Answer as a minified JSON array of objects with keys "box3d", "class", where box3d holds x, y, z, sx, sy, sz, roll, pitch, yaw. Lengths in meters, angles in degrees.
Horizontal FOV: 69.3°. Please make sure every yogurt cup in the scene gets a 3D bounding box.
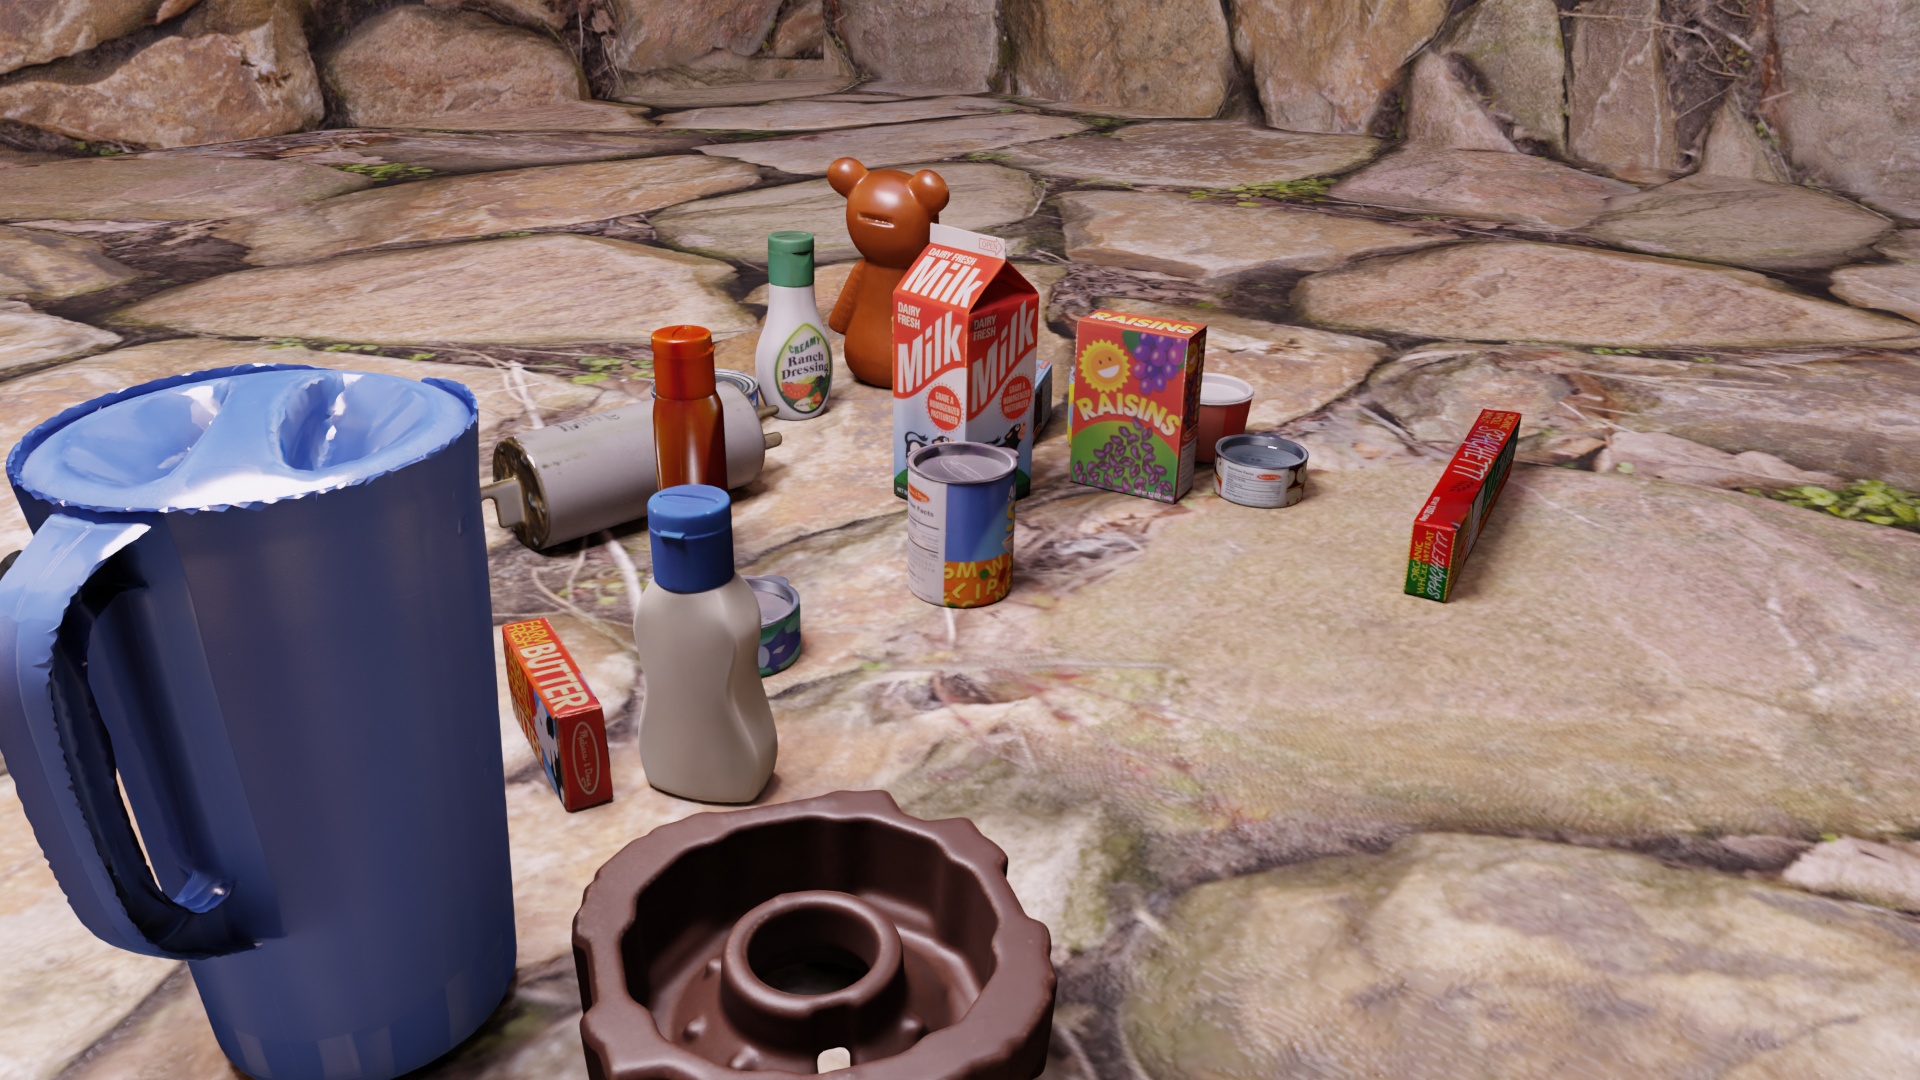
[{"box3d":[0.189,-0.093,1.068,0.072,0.053,0.073,1,25,0],"class":"yogurt cup"}]

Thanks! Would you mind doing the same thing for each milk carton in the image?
[{"box3d":[0.003,-0.118,0.952,0.072,0.189,0.074,22,32,39],"class":"milk carton"}]

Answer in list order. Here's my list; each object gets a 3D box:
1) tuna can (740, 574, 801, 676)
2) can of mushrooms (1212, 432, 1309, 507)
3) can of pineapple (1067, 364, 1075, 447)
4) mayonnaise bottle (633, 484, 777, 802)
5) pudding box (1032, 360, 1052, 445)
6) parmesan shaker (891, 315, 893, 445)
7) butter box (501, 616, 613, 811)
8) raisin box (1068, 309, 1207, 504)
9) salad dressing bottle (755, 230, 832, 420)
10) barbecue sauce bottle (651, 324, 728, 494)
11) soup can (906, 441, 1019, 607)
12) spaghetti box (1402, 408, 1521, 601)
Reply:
[{"box3d":[-0.121,0.047,0.778,0.071,0.032,0.071,1,25,0],"class":"tuna can"},{"box3d":[0.216,-0.051,1.002,0.071,0.033,0.071,1,25,0],"class":"can of mushrooms"},{"box3d":[0.116,-0.102,1.080,0.071,0.057,0.071,1,25,0],"class":"can of pineapple"},{"box3d":[-0.119,0.049,0.638,0.065,0.147,0.041,7,25,14],"class":"mayonnaise bottle"},{"box3d":[0.051,-0.109,1.103,0.030,0.049,0.084,7,25,13],"class":"pudding box"},{"box3d":[-0.019,-0.121,1.062,0.071,0.102,0.071,1,24,0],"class":"parmesan shaker"},{"box3d":[-0.197,0.082,0.676,0.024,0.053,0.104,-13,28,-27],"class":"butter box"},{"box3d":[0.126,-0.097,0.990,0.086,0.122,0.040,14,28,27],"class":"raisin box"},{"box3d":[-0.135,-0.173,1.117,0.064,0.147,0.044,-16,29,-32],"class":"salad dressing bottle"},{"box3d":[-0.169,-0.058,0.868,0.044,0.147,0.065,1,24,1],"class":"barbecue sauce bottle"},{"box3d":[0.003,-0.011,0.847,0.071,0.083,0.071,1,24,0],"class":"soup can"},{"box3d":[0.344,-0.031,0.943,0.029,0.050,0.251,13,27,25],"class":"spaghetti box"}]
